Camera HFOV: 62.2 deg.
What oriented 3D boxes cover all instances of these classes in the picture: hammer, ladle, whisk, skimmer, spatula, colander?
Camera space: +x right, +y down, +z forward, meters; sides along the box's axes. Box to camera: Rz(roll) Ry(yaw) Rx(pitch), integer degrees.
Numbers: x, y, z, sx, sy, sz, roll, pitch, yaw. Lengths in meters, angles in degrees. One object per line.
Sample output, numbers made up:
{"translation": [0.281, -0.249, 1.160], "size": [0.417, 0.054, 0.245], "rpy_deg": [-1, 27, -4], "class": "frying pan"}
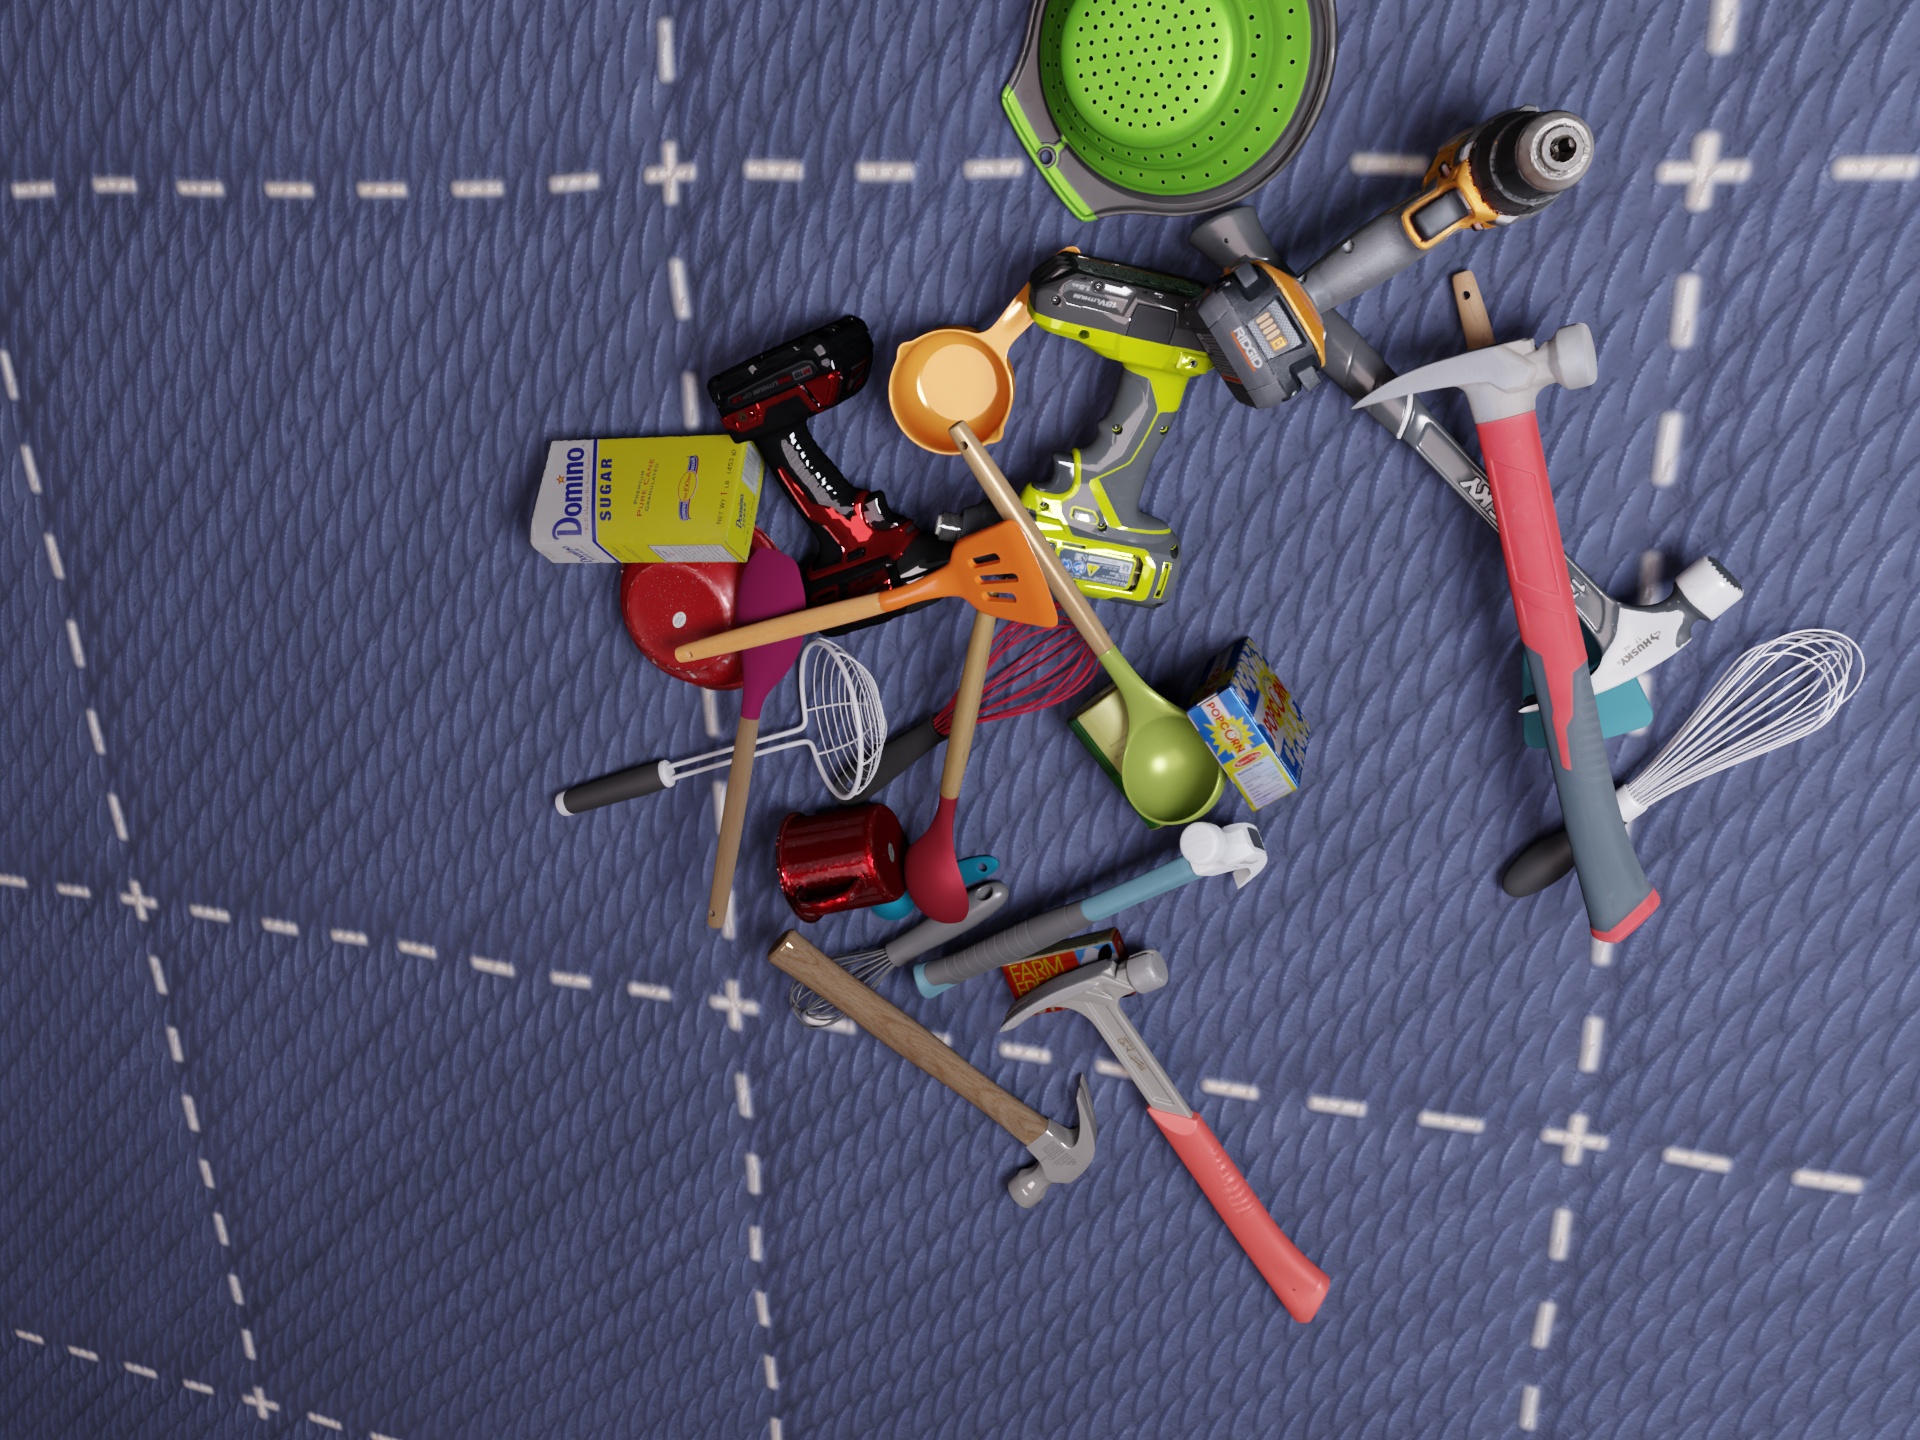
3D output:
{"translation": [0.299, -0.180, 1.030], "size": [0.409, 0.036, 0.149], "rpy_deg": [47, 121, 6], "class": "hammer"}
{"translation": [0.185, 0.350, 1.298], "size": [0.149, 0.037, 0.359], "rpy_deg": [-28, 103, 28], "class": "hammer"}
{"translation": [-0.003, 0.035, 1.203], "size": [0.069, 0.031, 0.315], "rpy_deg": [32, 129, 29], "class": "ladle"}
{"translation": [0.473, 0.036, 1.068], "size": [0.070, 0.070, 0.284], "rpy_deg": [43, 123, 0], "class": "whisk"}
{"translation": [0.082, -0.064, 1.080], "size": [0.078, 0.062, 0.320], "rpy_deg": [-26, 109, 28], "class": "ladle"}
{"translation": [-0.211, 0.031, 1.302], "size": [0.363, 0.090, 0.127], "rpy_deg": [-16, 85, 27], "class": "skimmer"}
{"translation": [-0.002, -0.004, 1.231], "size": [0.296, 0.073, 0.073], "rpy_deg": [-34, 97, 35], "class": "whisk"}
{"translation": [-0.079, -0.076, 1.139], "size": [0.322, 0.041, 0.081], "rpy_deg": [-12, 113, 27], "class": "spatula"}
{"translation": [0.089, 0.150, 1.226], "size": [0.331, 0.128, 0.033], "rpy_deg": [-28, 68, 32], "class": "hammer"}
{"translation": [-0.021, 0.281, 1.333], "size": [0.331, 0.031, 0.130], "rpy_deg": [39, 116, -11], "class": "hammer"}
{"translation": [-0.054, 0.194, 1.339], "size": [0.239, 0.055, 0.055], "rpy_deg": [-33, 97, 23], "class": "whisk"}
{"translation": [0.371, -0.138, 1.039], "size": [0.082, 0.044, 0.317], "rpy_deg": [-14, 104, 29], "class": "spatula"}
{"translation": [0.359, -0.042, 1.003], "size": [0.143, 0.038, 0.386], "rpy_deg": [-9, 102, 31], "class": "hammer"}
{"translation": [0.187, -0.454, 0.950], "size": [0.397, 0.094, 0.204], "rpy_deg": [-32, 98, 29], "class": "colander"}

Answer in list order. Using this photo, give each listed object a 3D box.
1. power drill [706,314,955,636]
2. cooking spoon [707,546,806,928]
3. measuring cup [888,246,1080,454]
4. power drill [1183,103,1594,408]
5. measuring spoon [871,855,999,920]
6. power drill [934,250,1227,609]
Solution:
{"translation": [-0.083, -0.177, 1.180], "size": [0.143, 0.078, 0.219], "rpy_deg": [-15, 108, 27], "class": "power drill"}
{"translation": [-0.168, 0.021, 1.239], "size": [0.069, 0.017, 0.318], "rpy_deg": [23, 113, 28], "class": "cooking spoon"}
{"translation": [0.024, -0.265, 1.117], "size": [0.095, 0.052, 0.173], "rpy_deg": [41, 107, -9], "class": "measuring cup"}
{"translation": [0.248, -0.272, 0.918], "size": [0.226, 0.185, 0.084], "rpy_deg": [-32, 100, 10], "class": "power drill"}
{"translation": [-0.025, 0.138, 1.314], "size": [0.128, 0.021, 0.042], "rpy_deg": [-21, 102, 28], "class": "measuring spoon"}
{"translation": [0.085, -0.194, 1.084], "size": [0.171, 0.080, 0.223], "rpy_deg": [10, 116, -8], "class": "power drill"}
